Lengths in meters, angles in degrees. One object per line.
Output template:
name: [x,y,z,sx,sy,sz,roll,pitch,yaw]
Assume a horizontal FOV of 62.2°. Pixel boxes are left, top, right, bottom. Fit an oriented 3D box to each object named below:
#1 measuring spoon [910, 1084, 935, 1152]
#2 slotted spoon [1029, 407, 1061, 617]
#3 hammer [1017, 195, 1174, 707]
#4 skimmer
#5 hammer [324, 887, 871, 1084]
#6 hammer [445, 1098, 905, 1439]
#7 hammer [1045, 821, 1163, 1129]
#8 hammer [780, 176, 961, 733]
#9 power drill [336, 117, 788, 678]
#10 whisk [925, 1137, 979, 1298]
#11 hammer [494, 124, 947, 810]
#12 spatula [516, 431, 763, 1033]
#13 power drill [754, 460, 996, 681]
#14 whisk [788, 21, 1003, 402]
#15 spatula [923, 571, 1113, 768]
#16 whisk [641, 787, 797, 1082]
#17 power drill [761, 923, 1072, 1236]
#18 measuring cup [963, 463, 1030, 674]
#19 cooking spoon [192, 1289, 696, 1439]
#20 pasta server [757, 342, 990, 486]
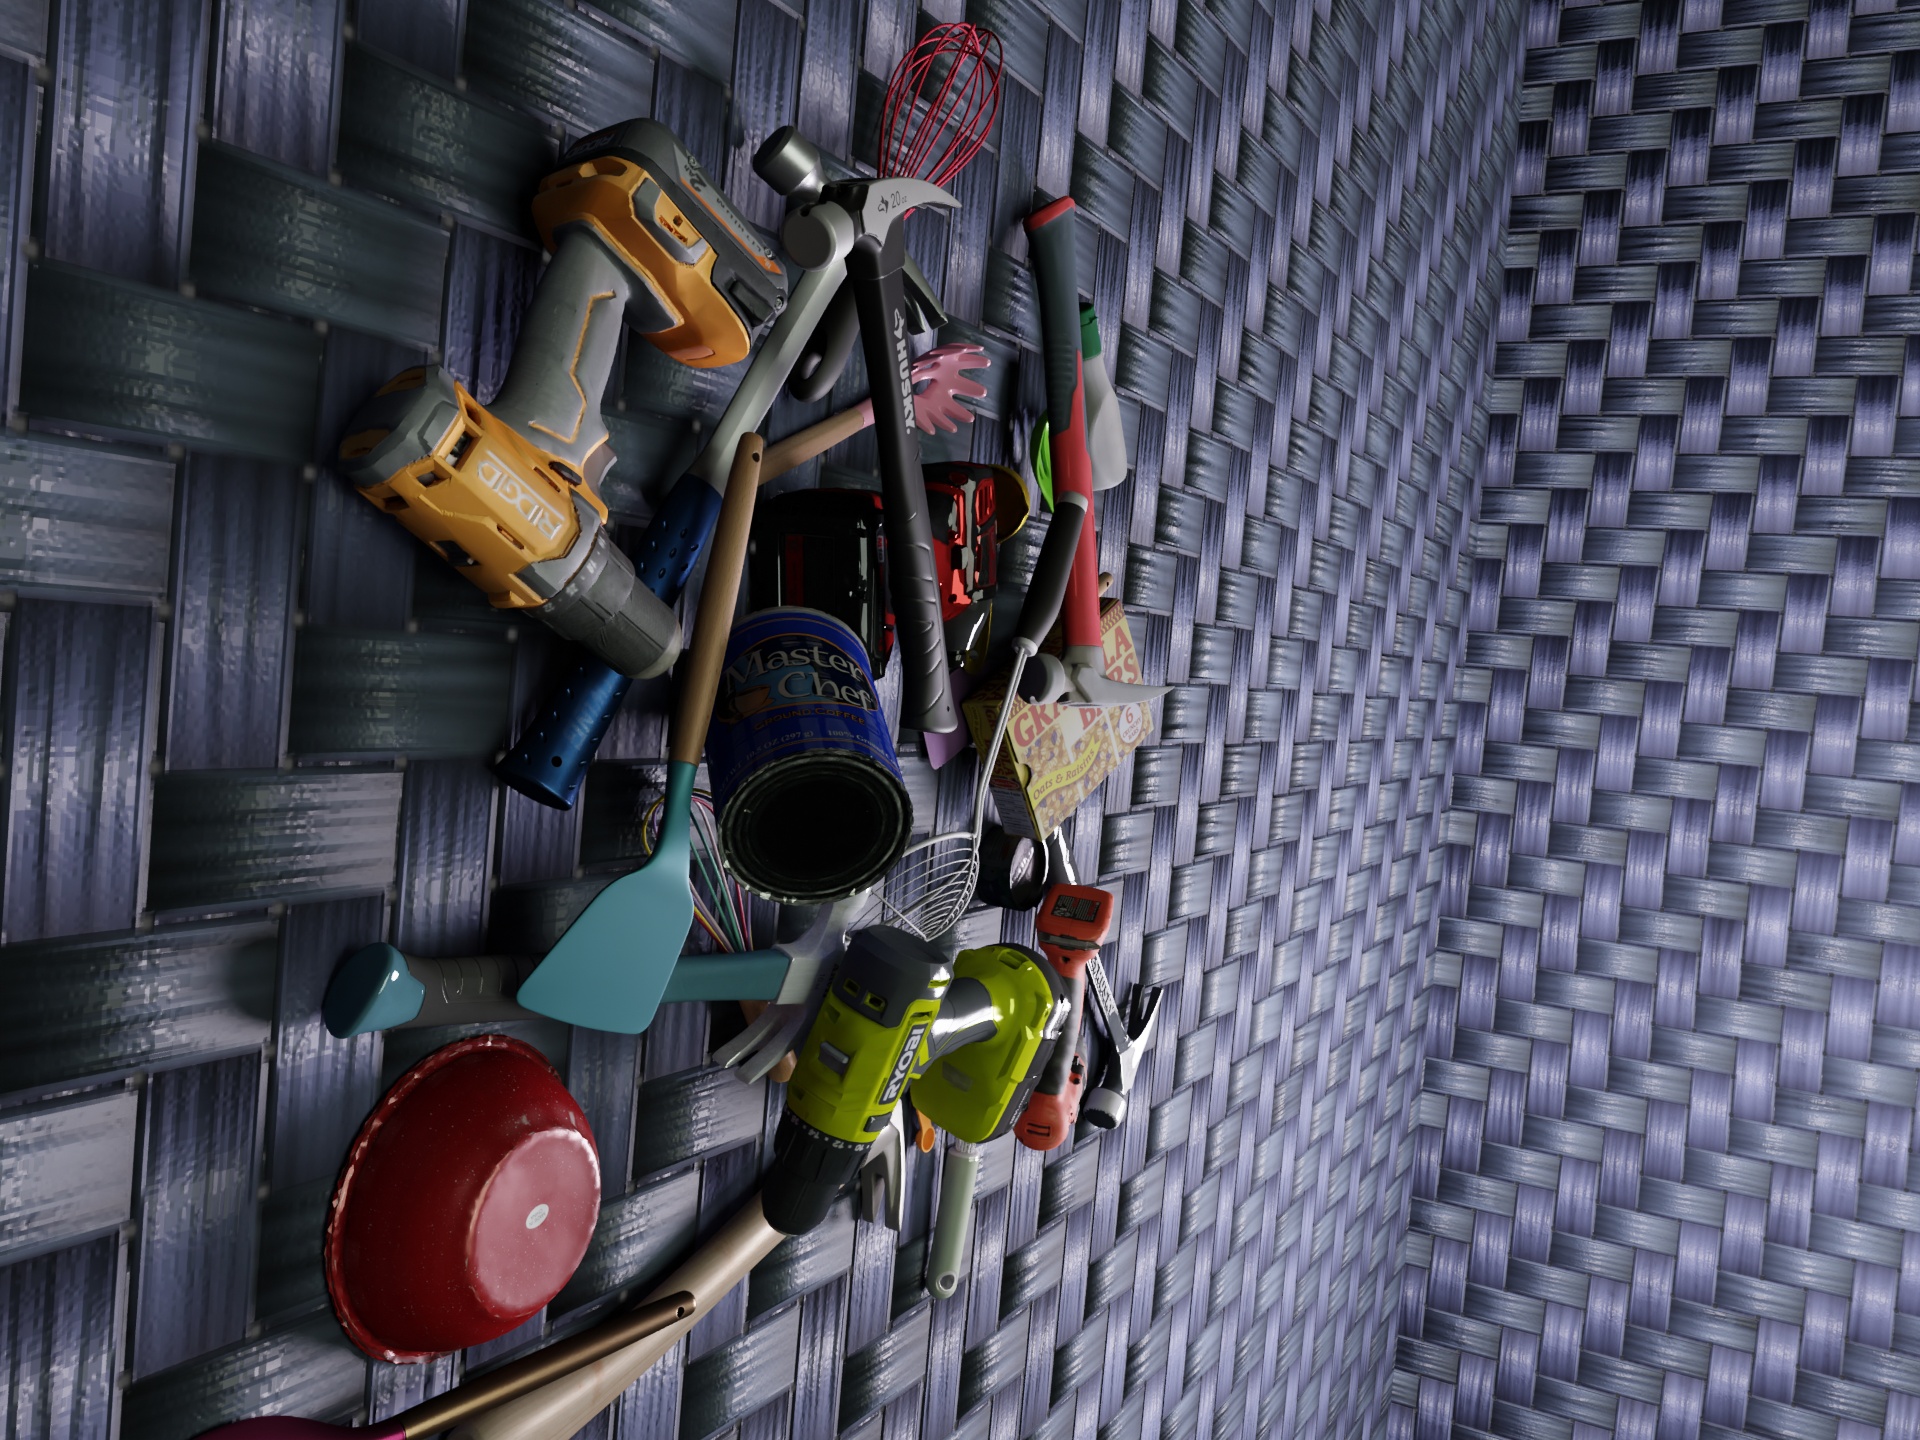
measuring spoon: [-0.035,0.270,1.186,0.021,0.011,0.116,-35,122,-54]
slotted spoon: [0.086,-0.100,1.277,0.070,0.031,0.313,-26,114,-54]
hammer: [0.093,-0.202,1.206,0.143,0.038,0.386,1,83,-42]
skimmer: [-0.002,-0.003,1.087,0.127,0.090,0.363,75,32,-69]
hammer: [-0.176,0.135,0.834,0.330,0.033,0.128,9,103,-54]
hammer: [-0.152,0.343,0.960,0.410,0.038,0.146,-29,122,-56]
hammer: [0.109,0.182,1.400,0.149,0.036,0.408,-59,142,-39]
hammer: [-0.031,-0.140,0.908,0.146,0.035,0.334,-50,140,-51]
power drill: [-0.167,-0.147,0.765,0.185,0.084,0.226,46,58,-39]
whisk: [0.003,0.327,1.232,0.057,0.059,0.246,9,91,-25]
hammer: [-0.131,-0.132,0.868,0.144,0.035,0.406,38,63,-31]
spatula: [-0.145,-0.002,0.809,0.082,0.044,0.318,28,65,-46]
power drill: [-0.042,-0.091,1.034,0.219,0.078,0.143,-24,118,-61]
whisk: [-0.043,-0.325,1.001,0.073,0.073,0.296,47,61,-54]
spatula: [0.052,-0.056,1.265,0.316,0.018,0.059,-42,128,-49]
whisk: [-0.138,0.132,0.947,0.047,0.051,0.244,-36,133,-27]
power drill: [-0.030,0.224,1.014,0.228,0.080,0.190,11,105,-61]
measuring cup: [0.018,-0.111,1.167,0.029,0.062,0.156,-47,144,-68]
cooking spoon: [-0.248,0.332,0.764,0.318,0.017,0.069,-4,94,-53]
pasta server: [-0.075,-0.178,0.993,0.316,0.040,0.060,-41,147,-50]
